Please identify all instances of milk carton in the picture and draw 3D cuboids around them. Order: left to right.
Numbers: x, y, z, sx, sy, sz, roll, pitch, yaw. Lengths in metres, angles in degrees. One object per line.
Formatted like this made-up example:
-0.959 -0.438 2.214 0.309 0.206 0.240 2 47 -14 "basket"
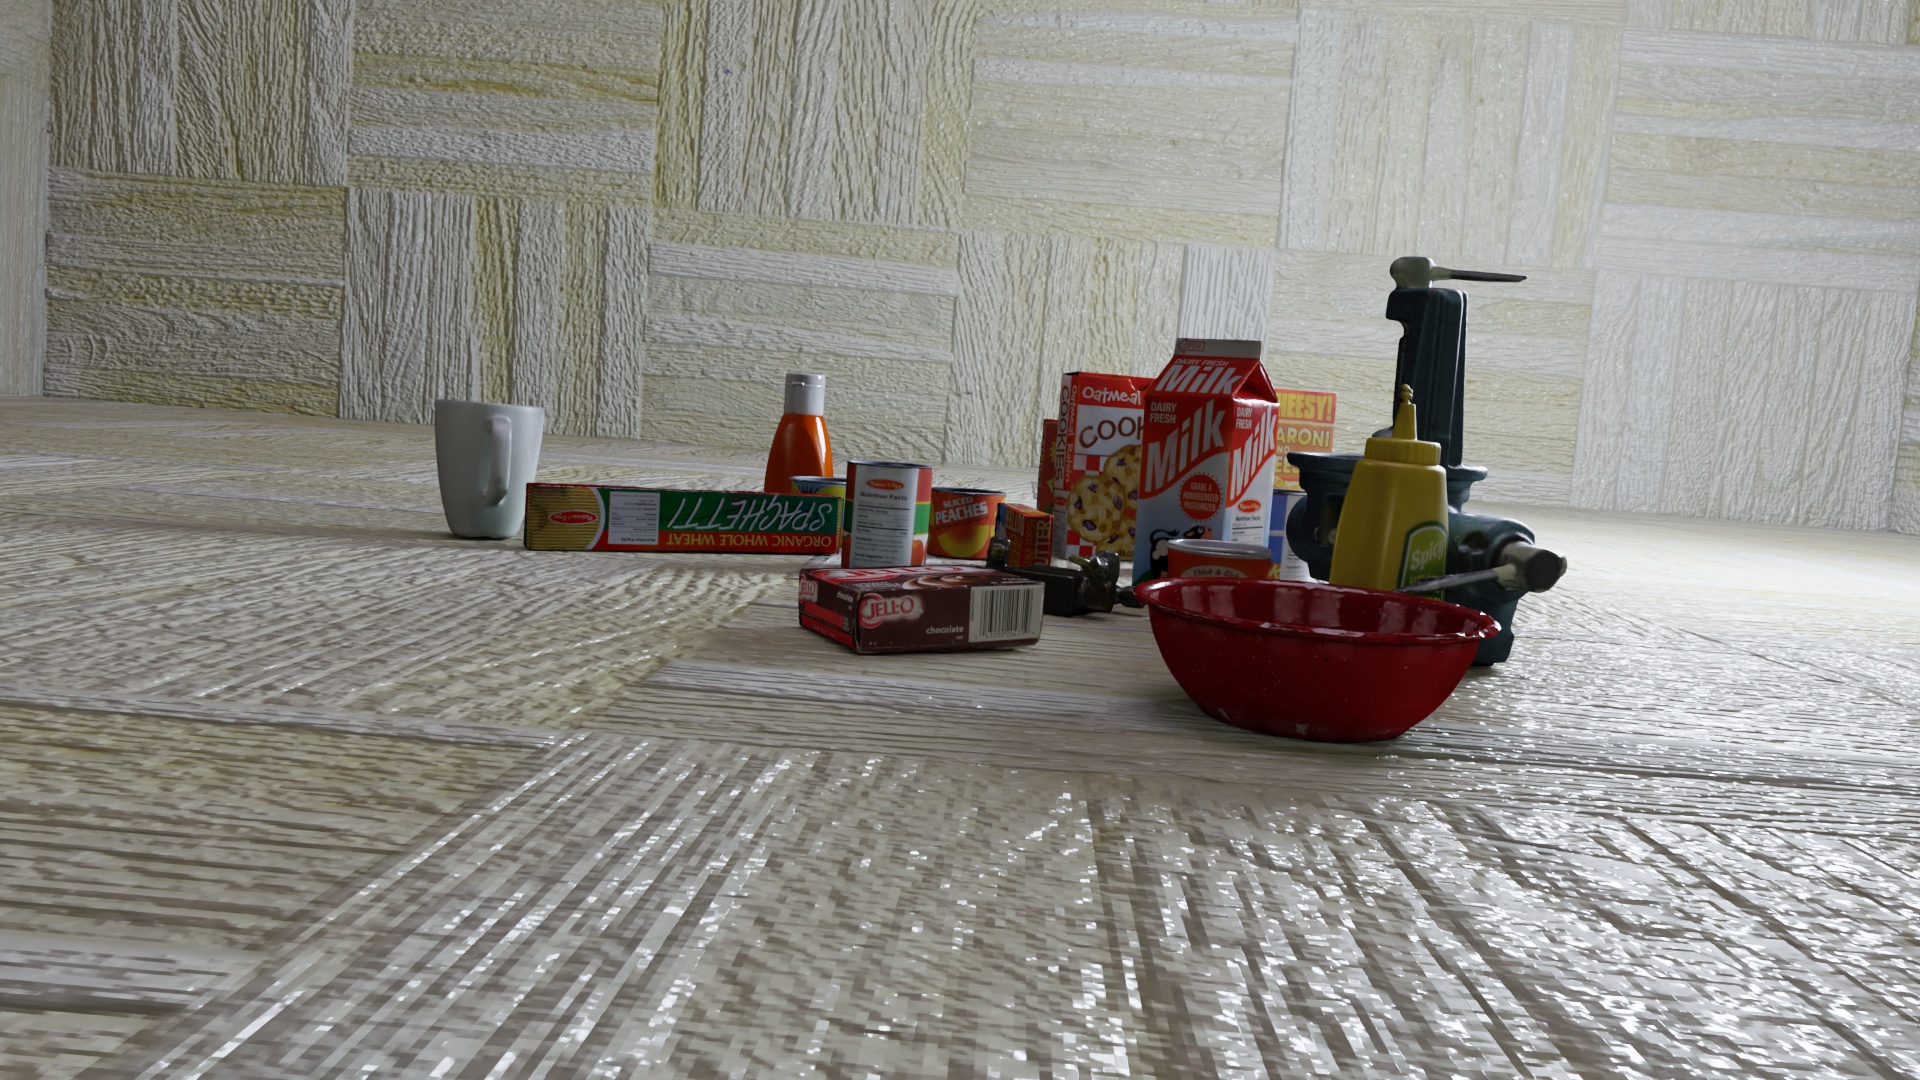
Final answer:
0.176 -0.048 0.989 0.072 0.190 0.073 8 6 38 "milk carton"

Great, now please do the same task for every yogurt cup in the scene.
0.165 0.029 0.899 0.072 0.054 0.072 4 5 0 "yogurt cup"

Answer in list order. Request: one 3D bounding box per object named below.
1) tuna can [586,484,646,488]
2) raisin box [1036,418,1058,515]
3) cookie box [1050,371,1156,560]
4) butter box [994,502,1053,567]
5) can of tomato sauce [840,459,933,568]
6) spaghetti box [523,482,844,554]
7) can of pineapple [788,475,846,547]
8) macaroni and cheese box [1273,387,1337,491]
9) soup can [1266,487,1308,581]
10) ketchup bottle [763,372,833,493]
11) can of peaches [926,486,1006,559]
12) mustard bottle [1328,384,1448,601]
-0.316 -0.033 1.275 0.071 0.032 0.071 4 6 0 "tuna can"
0.118 -0.054 1.344 0.086 0.123 0.040 4 5 0 "raisin box"
0.148 -0.066 1.264 0.123 0.167 0.040 2 5 -23 "cookie box"
0.049 0.000 1.105 0.024 0.053 0.103 3 6 -12 "butter box"
-0.056 -0.018 1.063 0.071 0.083 0.071 4 5 0 "can of tomato sauce"
-0.214 -0.016 1.093 0.250 0.050 0.028 1 6 -26 "spaghetti box"
-0.119 -0.026 1.219 0.071 0.057 0.071 4 5 0 "can of pineapple"
0.282 -0.058 1.291 0.124 0.166 0.040 2 6 -25 "macaroni and cheese box"
0.235 0.002 1.072 0.071 0.083 0.071 4 5 0 "soup can"
-0.148 -0.080 1.283 0.065 0.148 0.043 5 5 14 "ketchup bottle"
0.004 -0.015 1.202 0.071 0.058 0.071 4 5 0 "can of peaches"
0.236 -0.006 0.759 0.065 0.160 0.049 0 7 -40 "mustard bottle"
